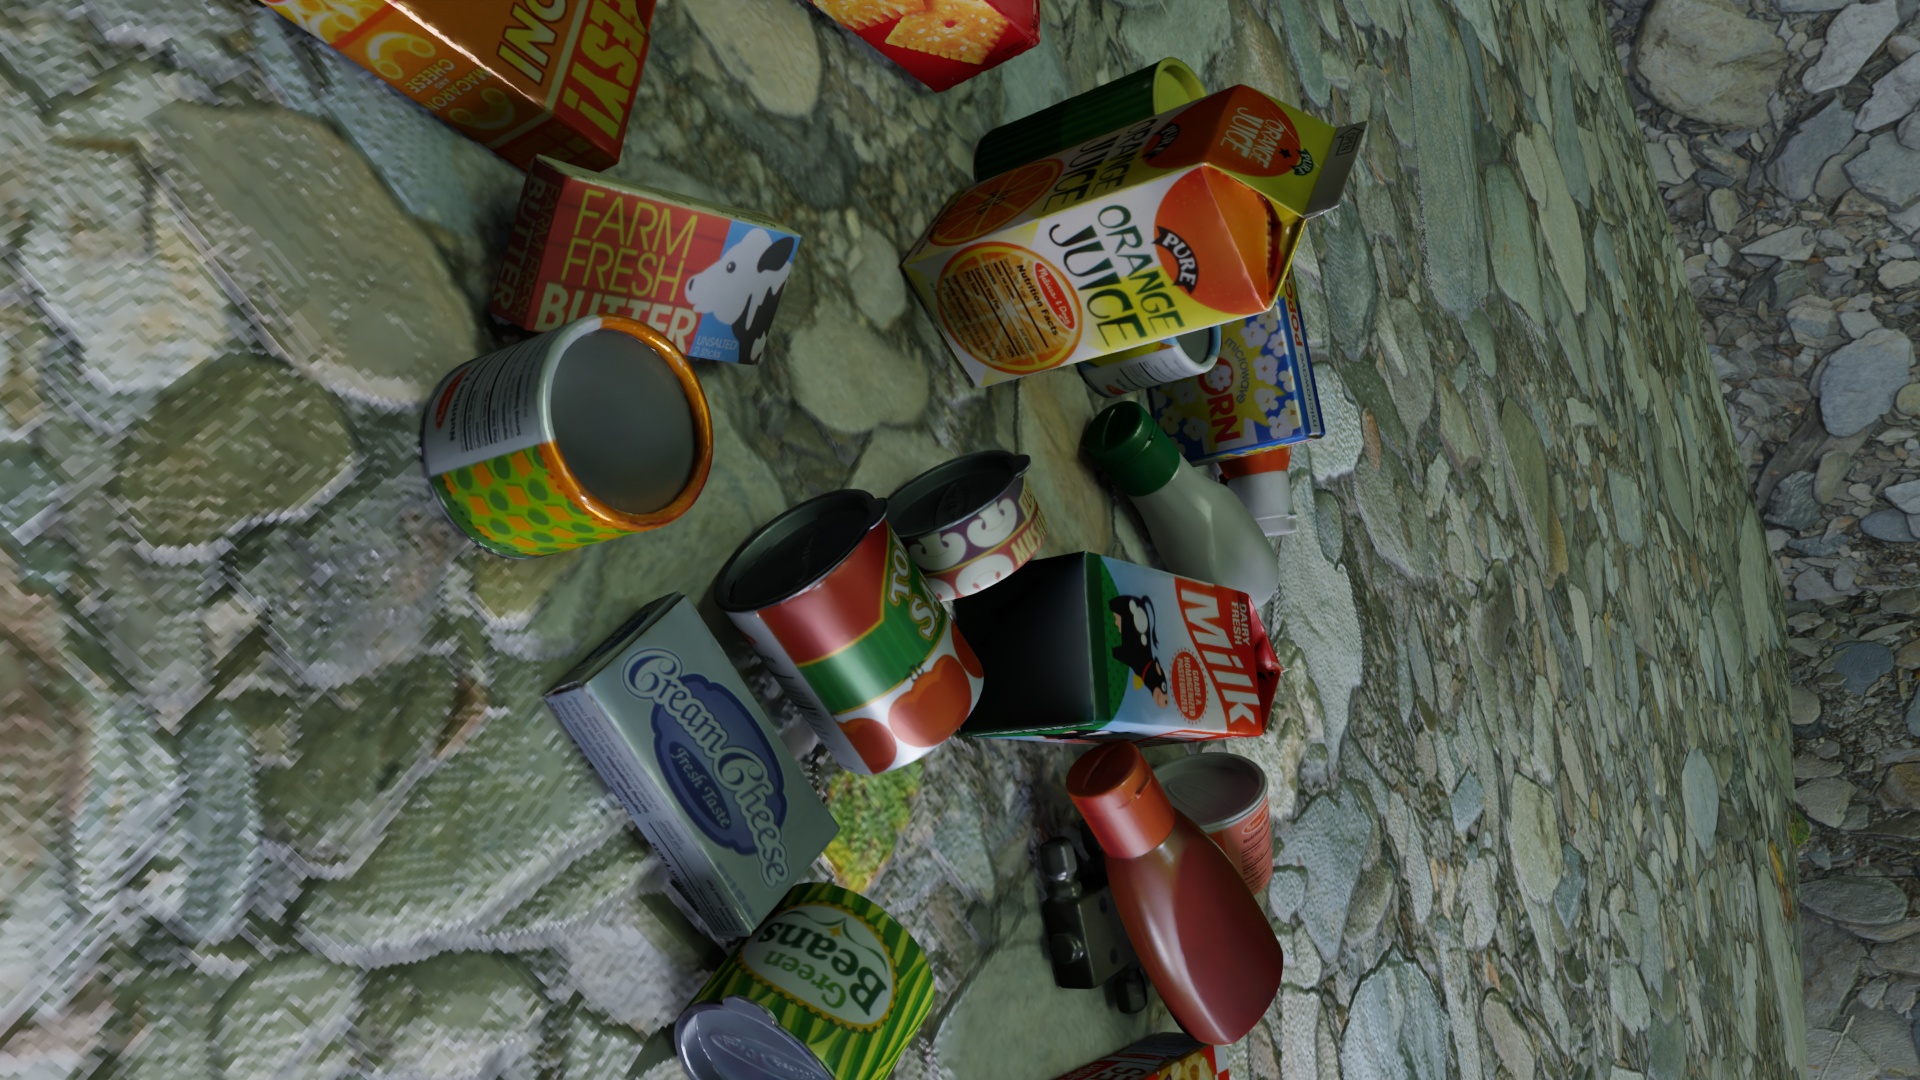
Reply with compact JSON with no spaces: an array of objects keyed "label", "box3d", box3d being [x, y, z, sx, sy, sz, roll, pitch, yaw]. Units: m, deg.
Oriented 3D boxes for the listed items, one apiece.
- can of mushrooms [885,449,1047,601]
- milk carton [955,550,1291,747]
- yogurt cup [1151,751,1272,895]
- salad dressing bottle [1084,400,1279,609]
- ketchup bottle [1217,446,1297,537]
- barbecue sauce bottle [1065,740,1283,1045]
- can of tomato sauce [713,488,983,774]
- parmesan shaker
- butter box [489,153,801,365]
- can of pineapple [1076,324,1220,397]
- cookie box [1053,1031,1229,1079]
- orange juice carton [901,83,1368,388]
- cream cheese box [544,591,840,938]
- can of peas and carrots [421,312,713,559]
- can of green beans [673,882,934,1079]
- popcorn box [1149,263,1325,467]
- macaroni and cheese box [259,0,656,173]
[{"label":"can of mushrooms","box3d":[0.002,-0.007,0.567,0.071,0.071,0.033,-52,123,-46]},{"label":"milk carton","box3d":[0.084,0.058,0.656,0.190,0.072,0.073,14,69,-51]},{"label":"yogurt cup","box3d":[0.124,0.146,0.694,0.073,0.072,0.053,-41,122,-50]},{"label":"salad dressing bottle","box3d":[0.120,-0.016,0.752,0.147,0.044,0.064,46,49,-35]},{"label":"ketchup bottle","box3d":[0.173,-0.075,0.837,0.065,0.043,0.149,-3,83,-53]},{"label":"barbecue sauce bottle","box3d":[0.096,0.157,0.630,0.065,0.043,0.148,-48,118,-35]},{"label":"can of tomato sauce","box3d":[-0.037,0.032,0.505,0.083,0.071,0.071,58,41,-26]},{"label":"parmesan shaker","box3d":[0.068,-0.183,0.678,0.071,0.103,0.071,19,66,-49]},{"label":"butter box","box3d":[-0.104,-0.092,0.469,0.104,0.024,0.053,0,115,-53]},{"label":"can of pineapple","box3d":[0.097,-0.116,0.735,0.071,0.057,0.071,19,65,-49]},{"label":"cookie box","box3d":[0.068,0.293,0.595,0.167,0.040,0.123,6,75,-52]},{"label":"orange juice carton","box3d":[0.079,-0.134,0.602,0.072,0.192,0.072,57,40,-28]},{"label":"cream cheese box","box3d":[-0.086,0.074,0.458,0.103,0.024,0.054,59,40,-14]},{"label":"can of peas and carrots","box3d":[-0.117,-0.030,0.425,0.071,0.058,0.071,18,67,-50]},{"label":"can of green beans","box3d":[-0.050,0.156,0.455,0.058,0.071,0.071,-47,118,-49]},{"label":"popcorn box","box3d":[0.147,-0.110,0.777,0.038,0.085,0.126,-6,85,-55]},{"label":"macaroni and cheese box","box3d":[-0.166,-0.204,0.424,0.166,0.040,0.124,30,58,-45]}]
